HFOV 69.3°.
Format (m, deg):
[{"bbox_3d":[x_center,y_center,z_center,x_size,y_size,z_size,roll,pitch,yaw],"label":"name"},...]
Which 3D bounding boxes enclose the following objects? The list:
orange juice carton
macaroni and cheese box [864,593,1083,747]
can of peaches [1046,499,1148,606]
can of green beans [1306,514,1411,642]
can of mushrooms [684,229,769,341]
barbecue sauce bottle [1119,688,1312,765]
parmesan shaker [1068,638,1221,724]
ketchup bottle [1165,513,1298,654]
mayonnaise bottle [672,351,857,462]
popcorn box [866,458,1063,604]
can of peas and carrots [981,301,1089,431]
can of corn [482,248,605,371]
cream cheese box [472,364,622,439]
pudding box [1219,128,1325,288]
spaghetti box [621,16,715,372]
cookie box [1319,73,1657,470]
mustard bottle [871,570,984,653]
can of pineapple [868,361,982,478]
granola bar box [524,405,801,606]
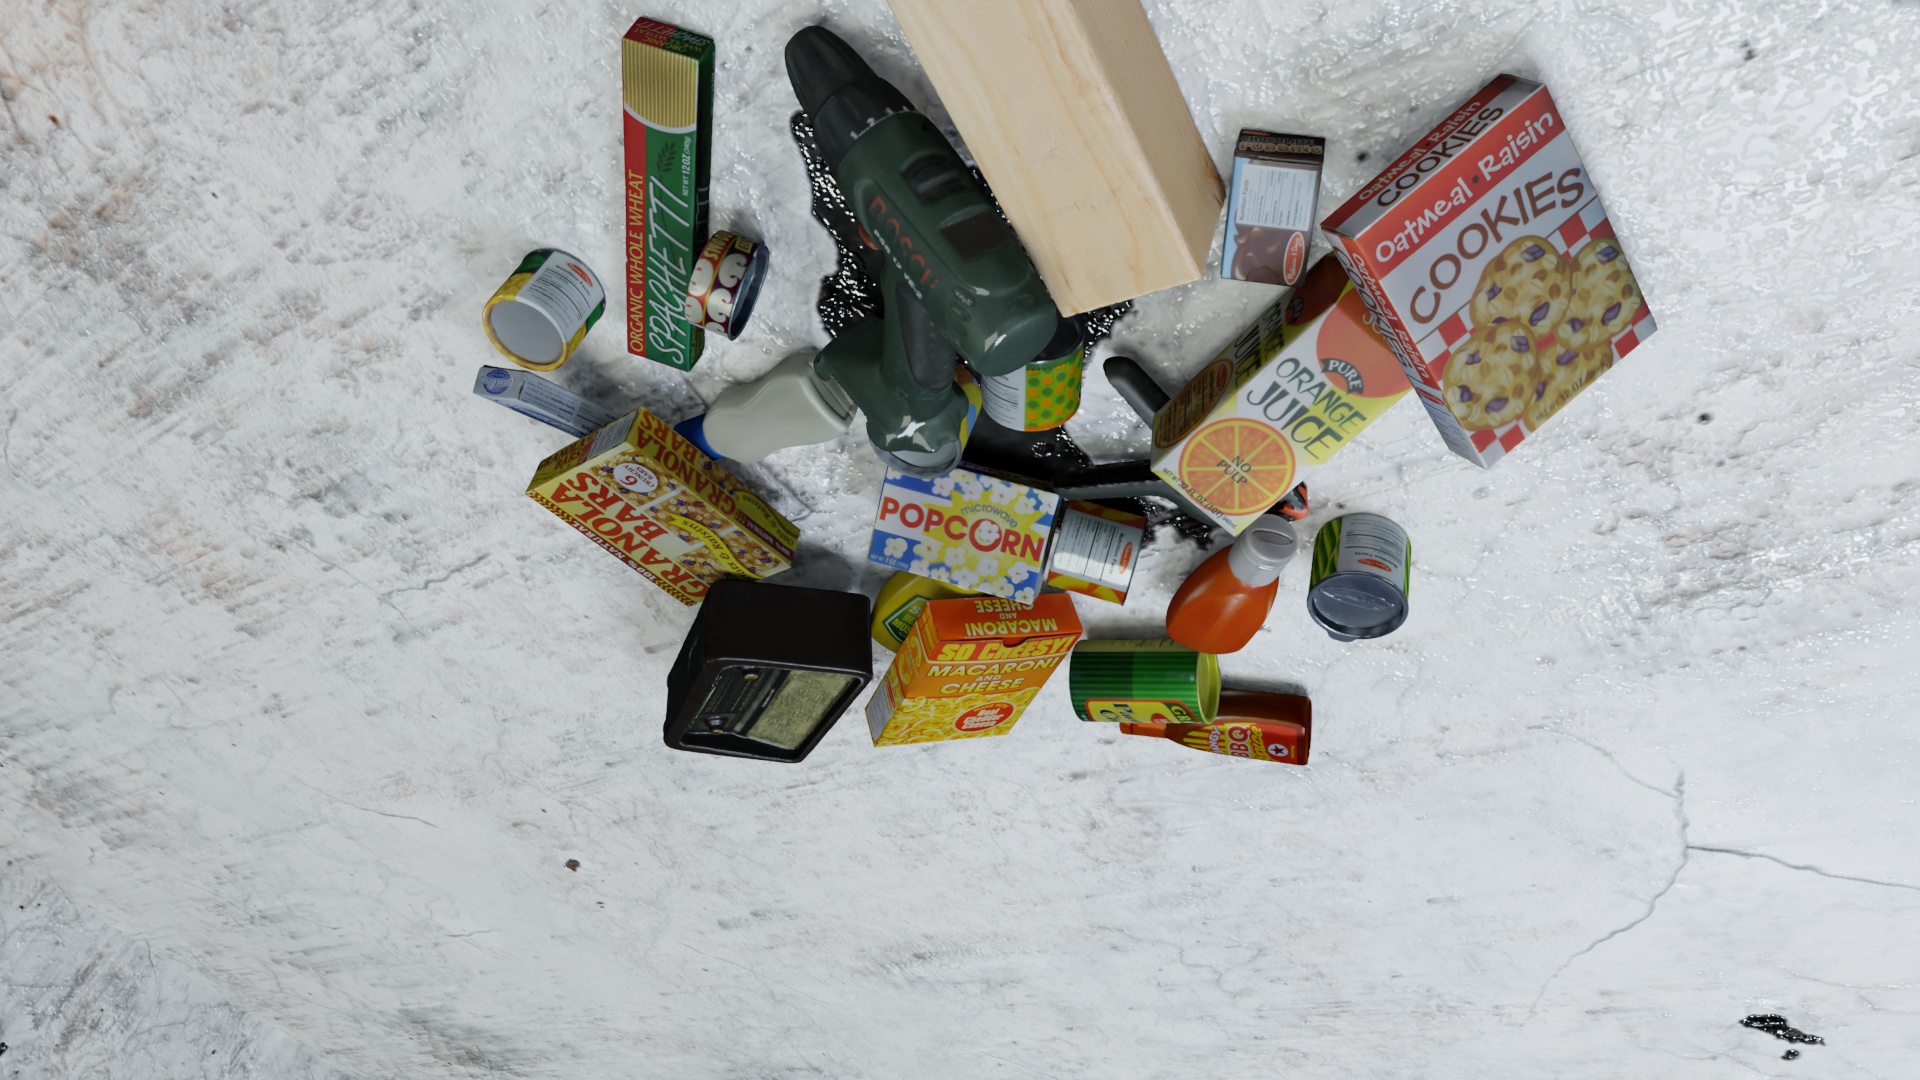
[{"bbox_3d":[0.203,-0.097,0.822,0.072,0.073,0.192,37,122,-15],"label":"orange juice carton"},{"bbox_3d":[0.008,0.105,1.101,0.124,0.040,0.165,-2,146,-25],"label":"macaroni and cheese box"},{"bbox_3d":[0.097,0.008,0.993,0.058,0.071,0.070,16,137,5],"label":"can of peaches"},{"bbox_3d":[0.272,0.024,0.946,0.071,0.058,0.071,11,137,11],"label":"can of green beans"},{"bbox_3d":[-0.152,-0.169,0.908,0.033,0.071,0.070,22,138,0],"label":"can of mushrooms"},{"bbox_3d":[0.203,0.144,1.106,0.148,0.044,0.064,4,138,18],"label":"barbecue sauce bottle"},{"bbox_3d":[0.144,0.109,1.079,0.103,0.072,0.071,-3,132,24],"label":"parmesan shaker"},{"bbox_3d":[0.193,0.032,0.971,0.065,0.044,0.148,13,151,-3],"label":"ketchup bottle"},{"bbox_3d":[-0.148,-0.088,1.008,0.148,0.041,0.064,-15,127,34],"label":"mayonnaise bottle"},{"bbox_3d":[0.004,-0.013,1.000,0.127,0.038,0.085,15,103,6],"label":"popcorn box"},{"bbox_3d":[0.048,-0.113,0.889,0.071,0.071,0.058,10,137,11],"label":"can of peas and carrots"},{"bbox_3d":[-0.294,-0.160,0.977,0.071,0.058,0.070,11,136,11],"label":"can of corn"},{"bbox_3d":[-0.300,-0.099,1.024,0.053,0.024,0.103,11,171,35],"label":"cream cheese box"},{"bbox_3d":[0.176,-0.187,0.788,0.050,0.030,0.083,9,136,12],"label":"pudding box"},{"bbox_3d":[-0.191,-0.214,0.904,0.050,0.029,0.248,18,137,4],"label":"spaghetti box"},{"bbox_3d":[0.283,-0.140,0.740,0.123,0.040,0.167,-40,118,1],"label":"cookie box"},{"bbox_3d":[-0.014,0.035,1.075,0.065,0.049,0.159,27,138,-15],"label":"mustard bottle"},{"bbox_3d":[-0.024,-0.086,0.948,0.071,0.058,0.070,11,136,10],"label":"can of pineapple"},{"bbox_3d":[-0.223,-0.022,1.052,0.124,0.039,0.165,-21,133,36],"label":"granola bar box"}]
